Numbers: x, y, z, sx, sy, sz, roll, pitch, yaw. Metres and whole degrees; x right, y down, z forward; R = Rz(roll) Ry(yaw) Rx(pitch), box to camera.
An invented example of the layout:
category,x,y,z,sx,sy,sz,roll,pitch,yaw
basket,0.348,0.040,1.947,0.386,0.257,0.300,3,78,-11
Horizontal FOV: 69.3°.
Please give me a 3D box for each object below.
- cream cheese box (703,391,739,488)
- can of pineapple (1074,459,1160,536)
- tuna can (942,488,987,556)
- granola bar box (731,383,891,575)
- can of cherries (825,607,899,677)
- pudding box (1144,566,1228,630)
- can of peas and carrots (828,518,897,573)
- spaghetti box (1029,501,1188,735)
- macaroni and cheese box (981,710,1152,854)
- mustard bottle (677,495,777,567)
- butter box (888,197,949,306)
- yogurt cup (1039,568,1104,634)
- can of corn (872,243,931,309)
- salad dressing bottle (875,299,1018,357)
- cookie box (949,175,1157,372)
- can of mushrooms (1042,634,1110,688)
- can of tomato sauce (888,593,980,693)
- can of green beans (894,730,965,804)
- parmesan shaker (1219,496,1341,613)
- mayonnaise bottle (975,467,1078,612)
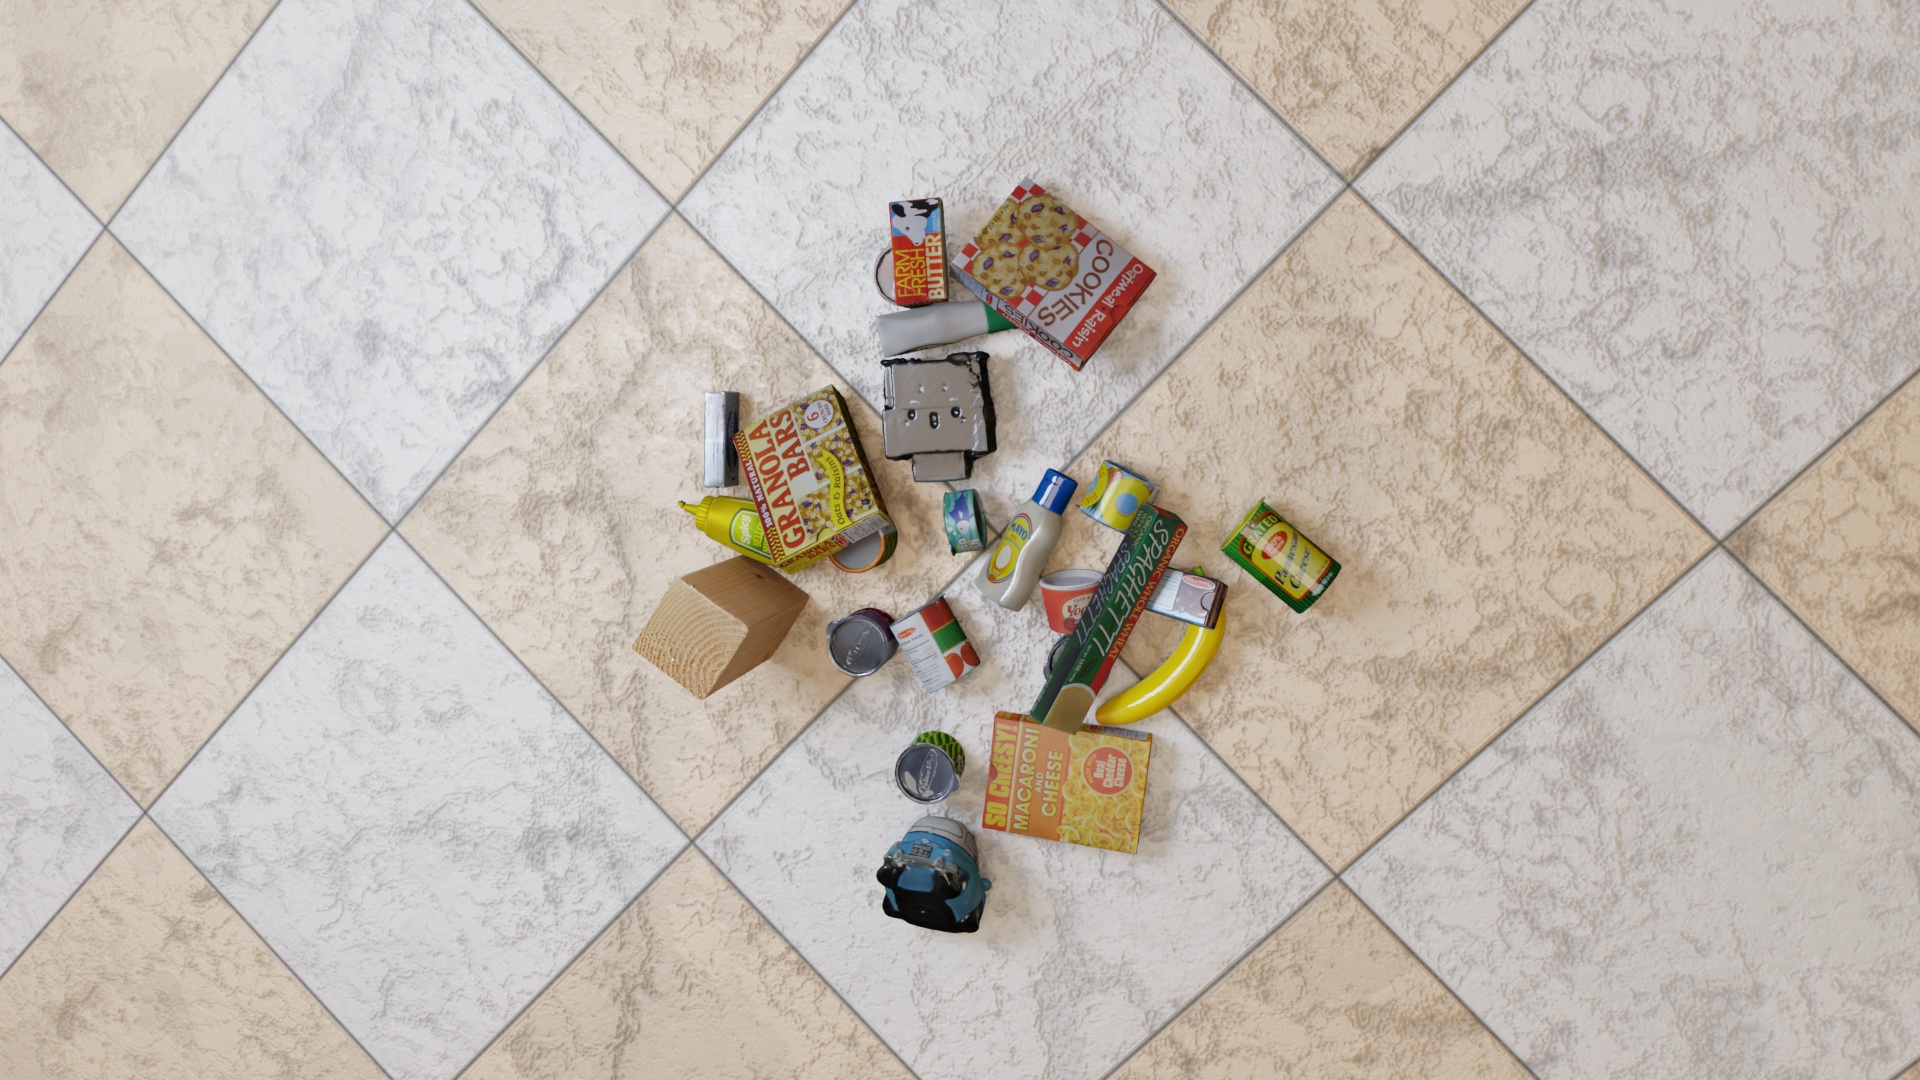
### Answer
category,x,y,z,sx,sy,sz,roll,pitch,yaw
cream cheese box,-0.257,-0.108,1.492,0.024,0.053,0.103,2,96,9
can of pineapple,0.161,-0.044,1.414,0.071,0.071,0.057,27,99,7
tuna can,0.005,-0.018,1.445,0.033,0.071,0.071,-9,94,11
granola bar box,-0.157,-0.065,1.447,0.124,0.039,0.166,-27,63,9
can of cherries,-0.105,0.106,1.483,0.071,0.058,0.071,1,97,11
pudding box,0.224,0.056,1.411,0.084,0.030,0.049,16,85,34
can of peas and carrots,-0.106,0.002,1.473,0.071,0.059,0.071,1,96,11
spaghetti box,0.149,0.080,1.402,0.050,0.029,0.249,22,99,-36
macaroni and cheese box,0.112,0.254,1.466,0.166,0.040,0.123,7,96,10
mustard bottle,-0.234,-0.016,1.499,0.160,0.049,0.065,16,93,8
butter box,-0.041,-0.288,1.388,0.053,0.024,0.103,-3,95,10
yogurt cup,0.117,0.064,1.436,0.072,0.072,0.053,-3,104,11
can of corn,-0.050,-0.272,1.435,0.071,0.058,0.071,1,96,10
salad dressing bottle,-0.011,-0.223,1.425,0.148,0.064,0.044,-12,103,-3
cookie box,0.093,-0.268,1.396,0.167,0.040,0.123,38,78,5
can of mushrooms,0.123,0.129,1.456,0.071,0.033,0.071,1,97,10
can of tomato sauce,-0.025,0.109,1.466,0.071,0.071,0.083,-30,90,12
can of green beans,-0.032,0.242,1.483,0.071,0.058,0.071,1,96,11
parmesan shaker,0.322,0.015,1.391,0.103,0.071,0.071,40,101,4
mayonnaise bottle,0.072,-0.003,1.440,0.041,0.065,0.148,21,100,-38
